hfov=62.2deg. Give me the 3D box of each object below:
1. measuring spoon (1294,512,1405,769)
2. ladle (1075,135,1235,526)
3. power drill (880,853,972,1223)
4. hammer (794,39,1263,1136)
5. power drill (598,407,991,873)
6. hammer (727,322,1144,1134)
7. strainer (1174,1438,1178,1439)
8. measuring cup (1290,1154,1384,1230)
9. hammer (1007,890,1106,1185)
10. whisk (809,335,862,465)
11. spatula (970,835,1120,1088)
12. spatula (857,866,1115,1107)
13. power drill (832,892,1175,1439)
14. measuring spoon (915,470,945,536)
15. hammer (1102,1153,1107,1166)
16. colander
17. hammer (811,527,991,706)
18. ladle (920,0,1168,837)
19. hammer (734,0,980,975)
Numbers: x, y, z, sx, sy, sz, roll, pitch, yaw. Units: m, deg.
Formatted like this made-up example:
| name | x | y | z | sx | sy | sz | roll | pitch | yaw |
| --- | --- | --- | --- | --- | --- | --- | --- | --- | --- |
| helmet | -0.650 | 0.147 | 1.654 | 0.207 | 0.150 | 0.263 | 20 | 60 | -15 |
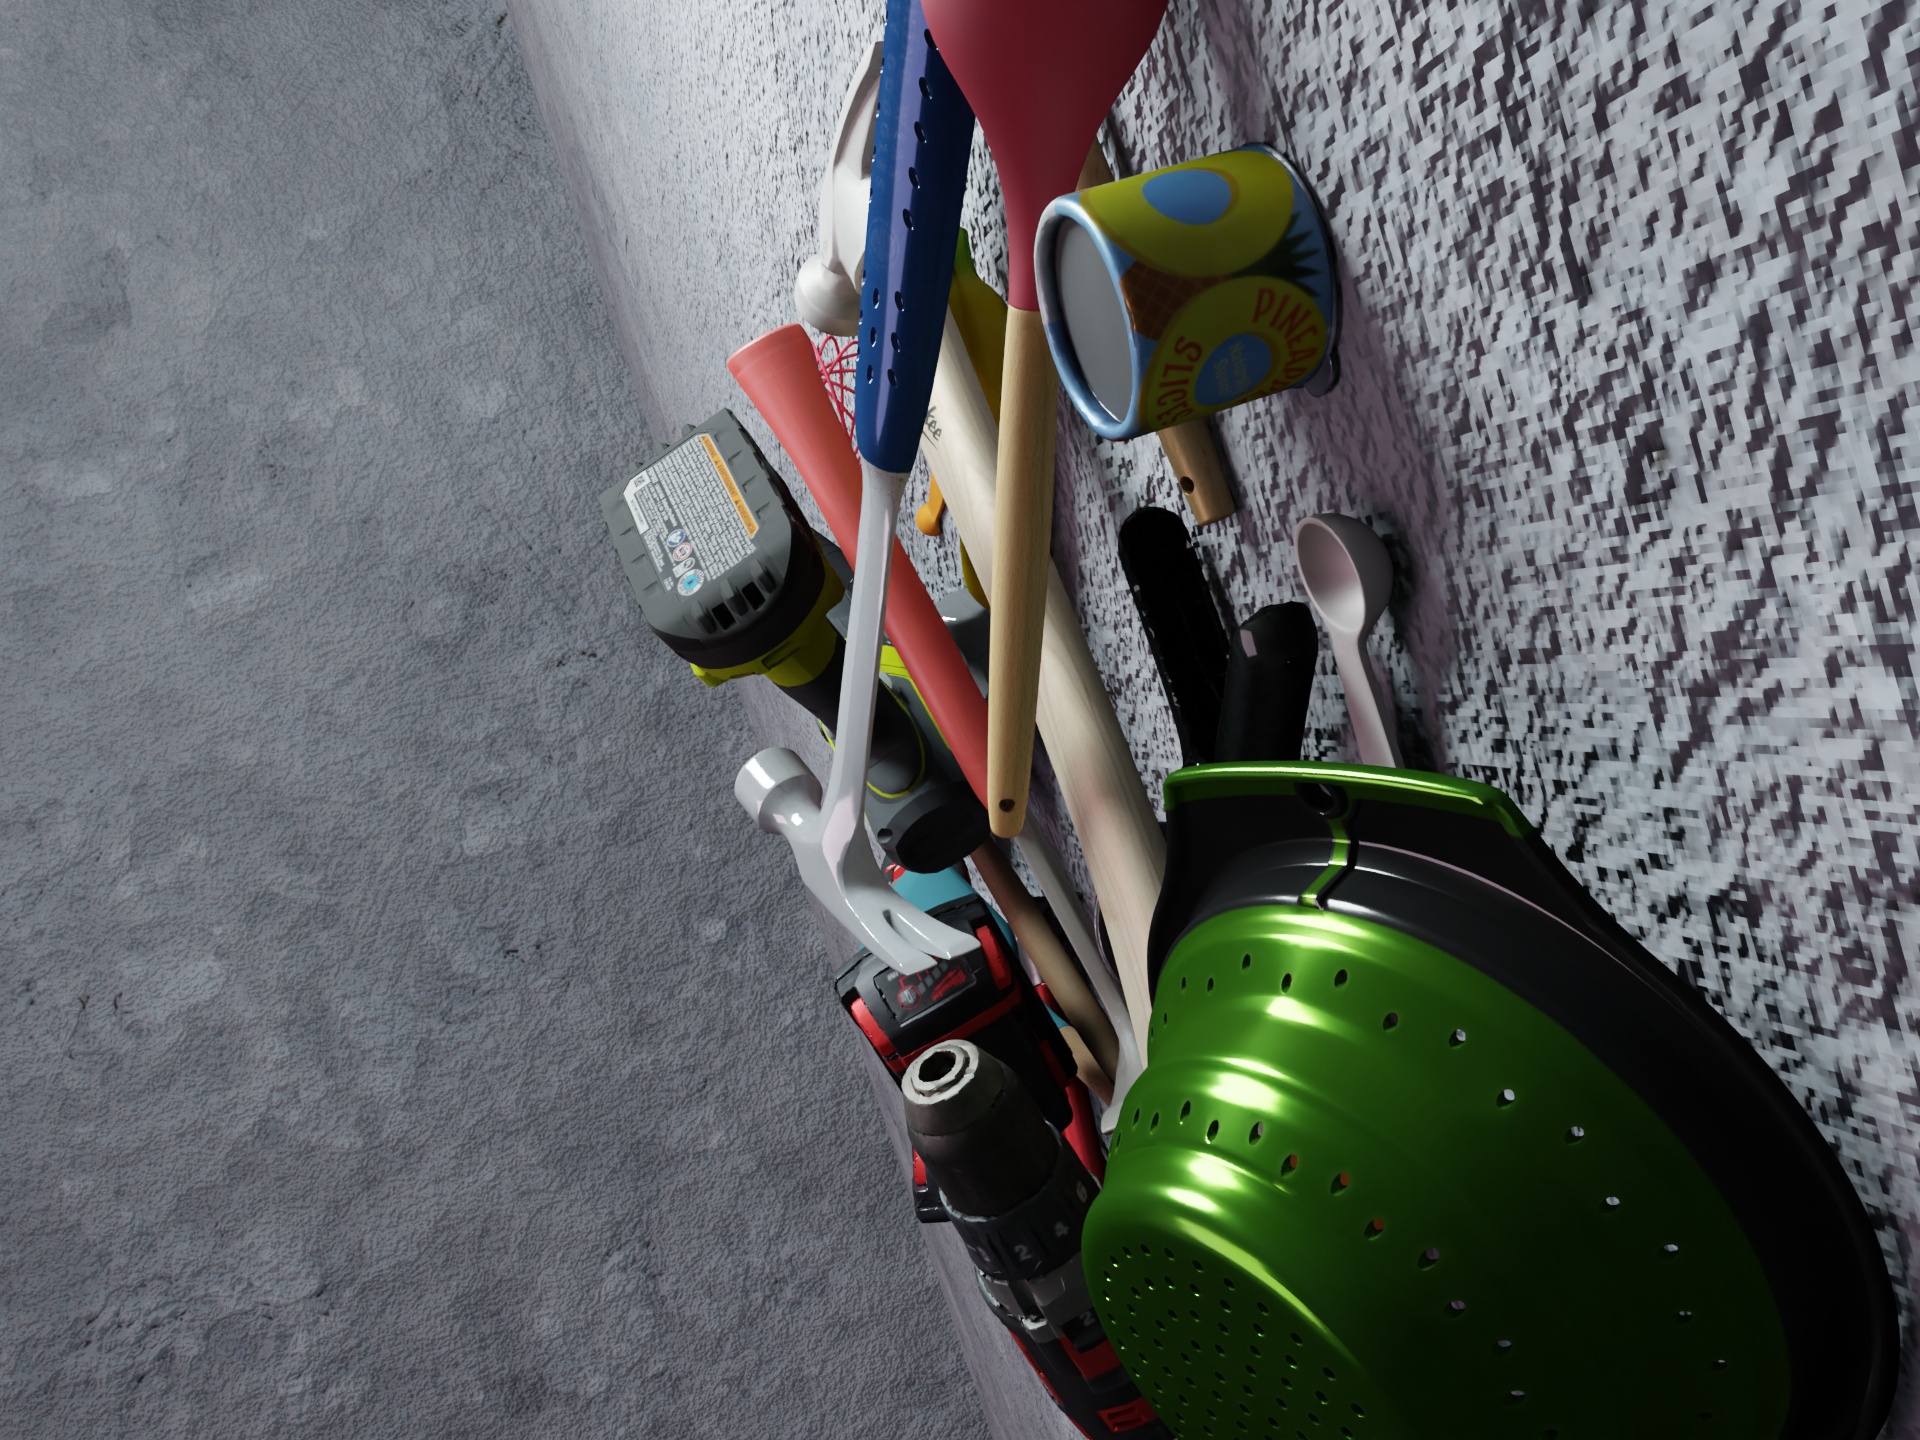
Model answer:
| name | x | y | z | sx | sy | sz | roll | pitch | yaw |
| --- | --- | --- | --- | --- | --- | --- | --- | --- | --- |
| measuring spoon | 0.120 | -0.003 | 0.443 | 0.124 | 0.018 | 0.034 | 68 | 170 | -24 |
| ladle | 0.013 | -0.208 | 0.496 | 0.078 | 0.062 | 0.320 | -19 | 93 | 62 |
| power drill | -0.008 | 0.192 | 0.995 | 0.143 | 0.078 | 0.219 | -103 | 3 | -76 |
| hammer | 0.028 | -0.043 | 0.563 | 0.146 | 0.038 | 0.411 | 122 | 131 | -61 |
| power drill | -0.077 | -0.044 | 0.789 | 0.228 | 0.080 | 0.191 | 50 | -173 | -50 |
| hammer | -0.001 | -0.002 | 0.681 | 0.359 | 0.036 | 0.149 | 62 | -169 | -4 |
| strainer | 0.114 | 0.336 | 0.619 | 0.211 | 0.095 | 0.340 | 35 | 161 | 25 |
| measuring cup | 0.138 | 0.182 | 0.556 | 0.095 | 0.052 | 0.174 | 84 | 161 | -47 |
| hammer | 0.079 | 0.285 | 0.850 | 0.143 | 0.038 | 0.387 | 102 | 158 | -66 |
| whisk | -0.073 | -0.159 | 0.975 | 0.295 | 0.073 | 0.073 | 98 | 152 | -79 |
| spatula | 0.018 | 0.077 | 0.834 | 0.059 | 0.018 | 0.316 | 81 | 163 | -44 |
| spatula | 0.057 | 0.169 | 0.780 | 0.044 | 0.082 | 0.318 | 30 | -177 | -41 |
| power drill | 0.013 | 0.160 | 0.646 | 0.187 | 0.080 | 0.227 | 61 | 178 | -26 |
| measuring spoon | -0.015 | -0.128 | 0.853 | 0.117 | 0.011 | 0.021 | 107 | 143 | -71 |
| hammer | 0.099 | 0.308 | 0.978 | 0.409 | 0.036 | 0.149 | -125 | 19 | -55 |
| colander | 0.129 | 0.203 | 0.405 | 0.204 | 0.094 | 0.397 | 1 | 120 | 54 |
| hammer | -0.057 | -0.075 | 0.956 | 0.331 | 0.033 | 0.128 | 41 | 155 | 50 |
| ladle | 0.019 | -0.099 | 0.476 | 0.031 | 0.069 | 0.315 | -85 | -3 | -61 |
| hammer | -0.023 | -0.081 | 0.555 | 0.144 | 0.035 | 0.405 | 45 | 140 | 37 |
